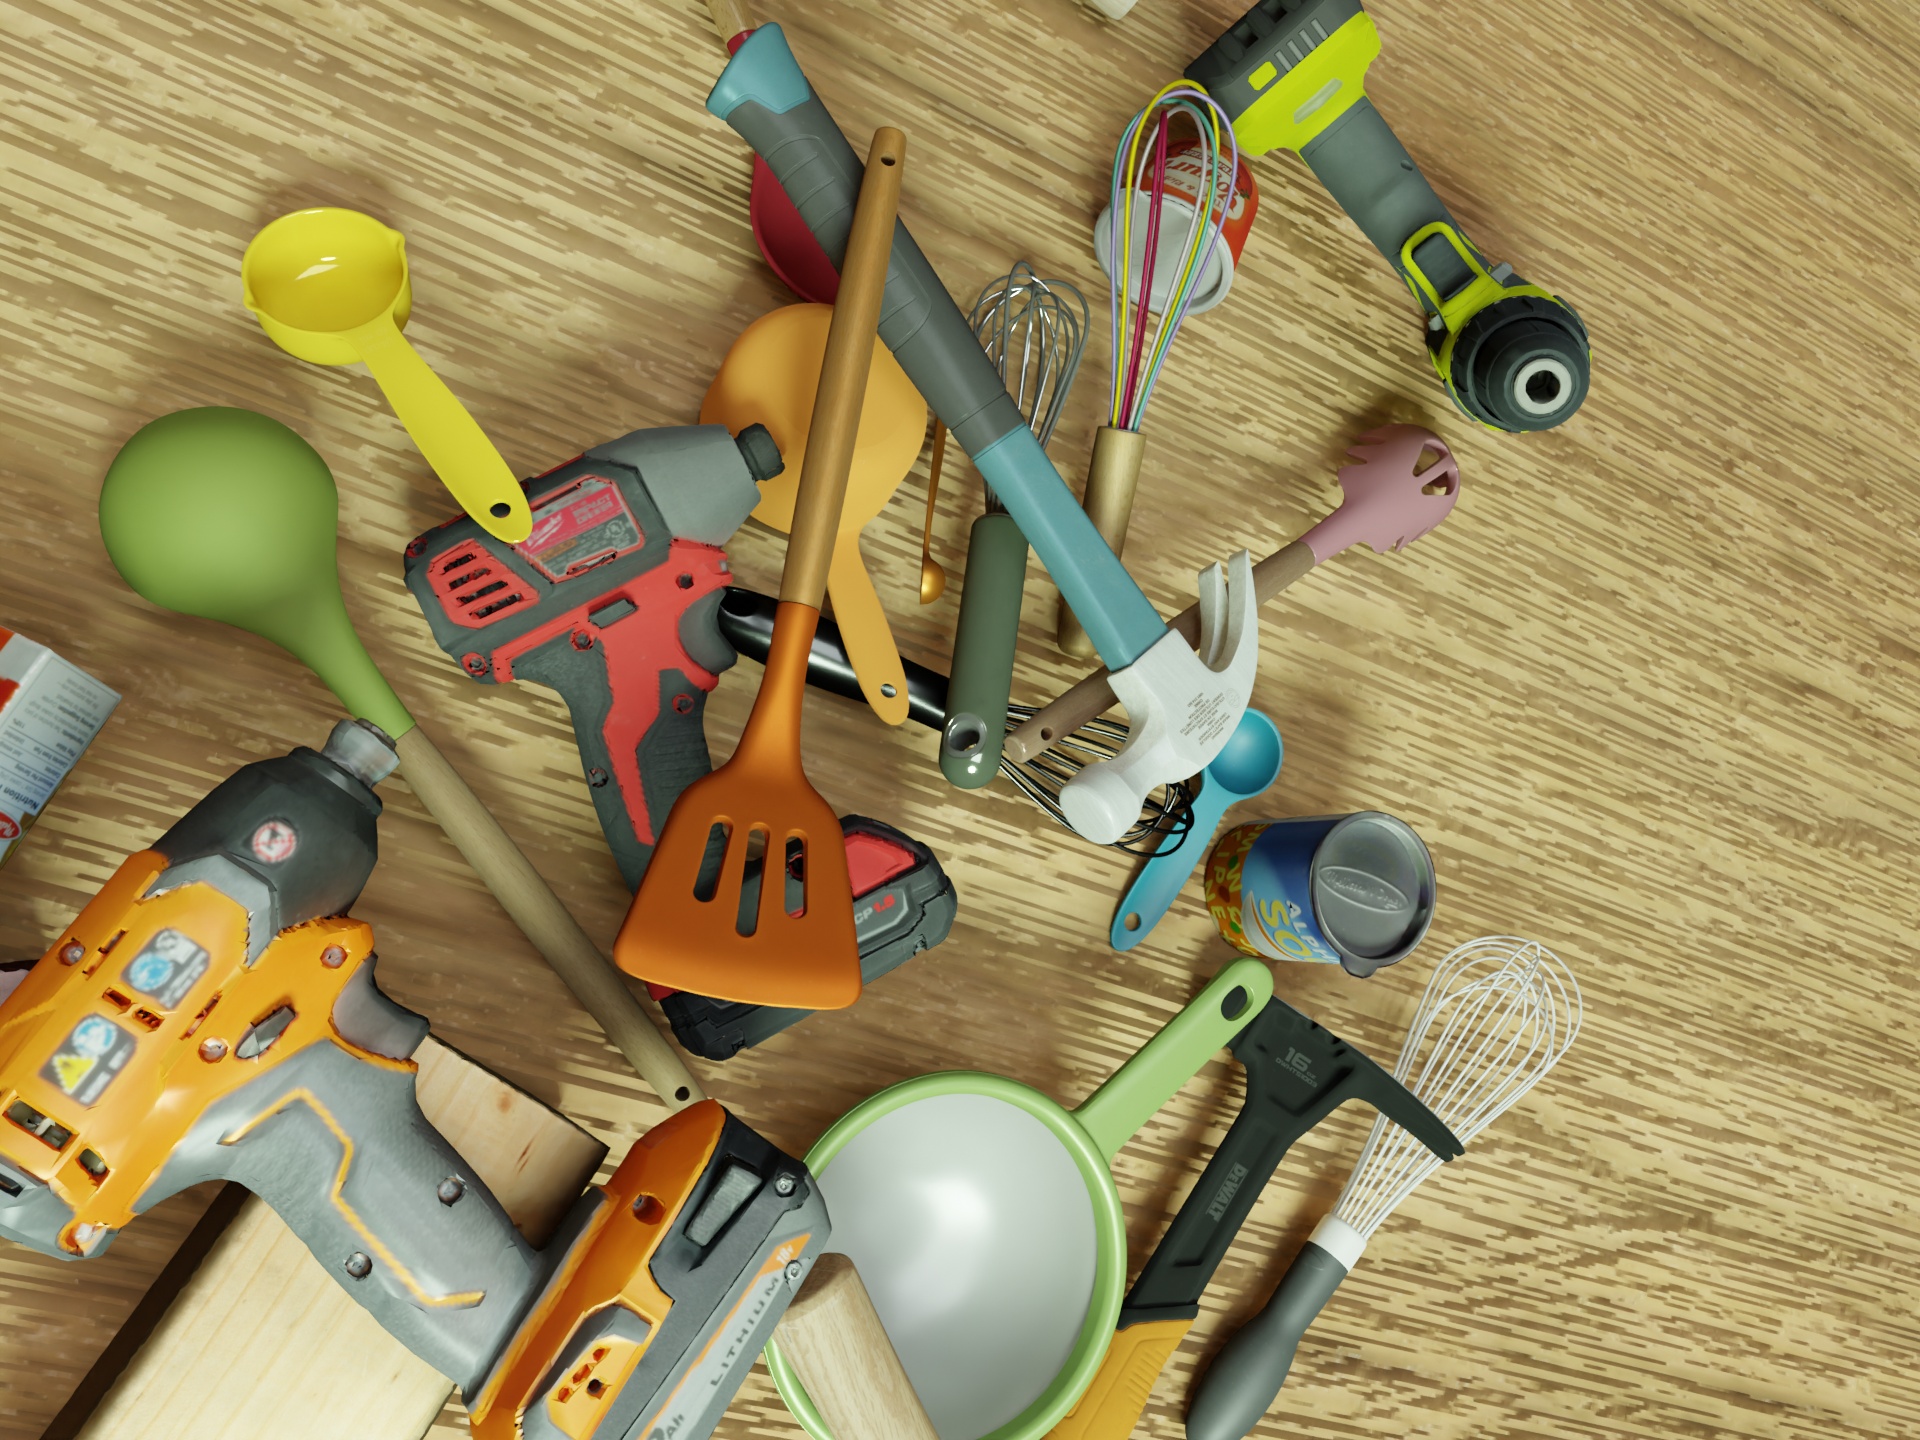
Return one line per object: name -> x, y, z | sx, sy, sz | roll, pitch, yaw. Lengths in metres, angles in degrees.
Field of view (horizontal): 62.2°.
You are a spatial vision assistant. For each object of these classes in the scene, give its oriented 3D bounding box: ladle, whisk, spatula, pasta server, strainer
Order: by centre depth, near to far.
spatula -> -0.050, -0.064, 0.552 | 0.081, 0.041, 0.323 | 12, 78, -12
ladle -> -0.192, 0.026, 0.587 | 0.078, 0.062, 0.320 | -39, 107, -17
strainer -> 0.023, 0.179, 0.642 | 0.256, 0.069, 0.151 | -38, 102, -22
whisk -> 0.018, -0.087, 0.666 | 0.058, 0.059, 0.246 | 0, 67, 18
ladle -> -0.103, -0.311, 0.668 | 0.069, 0.031, 0.315 | -25, 93, -30
whisk -> -0.002, -0.001, 0.669 | 0.238, 0.055, 0.055 | 24, 75, -16
whisk -> 0.070, -0.147, 0.682 | 0.051, 0.047, 0.245 | 15, 103, 18
pasta server -> 0.133, -0.061, 0.720 | 0.316, 0.040, 0.060 | -33, 98, -30
whisk -> 0.189, 0.212, 0.727 | 0.070, 0.070, 0.284 | 45, 74, -14

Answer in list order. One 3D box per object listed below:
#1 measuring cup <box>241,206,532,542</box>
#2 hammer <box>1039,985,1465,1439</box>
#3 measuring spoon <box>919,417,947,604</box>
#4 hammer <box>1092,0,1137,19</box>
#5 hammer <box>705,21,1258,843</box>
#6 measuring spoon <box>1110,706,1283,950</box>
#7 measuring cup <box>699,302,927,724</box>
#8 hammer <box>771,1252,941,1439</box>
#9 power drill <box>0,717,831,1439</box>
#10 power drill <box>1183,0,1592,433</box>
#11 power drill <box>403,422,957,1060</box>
measuring cup -> -0.201, -0.119, 0.574 | 0.062, 0.029, 0.156 | -34, 79, -22
hammer -> 0.074, 0.273, 0.657 | 0.127, 0.034, 0.337 | 33, 73, 13
measuring spoon -> -0.008, -0.098, 0.671 | 0.011, 0.021, 0.117 | 6, 59, -2
hammer -> -0.082, -0.441, 0.678 | 0.410, 0.038, 0.146 | 33, 63, -19
hammer -> 0.006, -0.120, 0.622 | 0.128, 0.033, 0.331 | -38, 97, -29
measuring spoon -> 0.102, 0.050, 0.728 | 0.042, 0.021, 0.128 | 37, 80, -16
measuring cup -> -0.044, -0.086, 0.633 | 0.095, 0.052, 0.174 | -12, 74, -26
hammer -> 0.009, 0.334, 0.583 | 0.130, 0.031, 0.331 | -30, 108, -18
power drill -> -0.154, 0.115, 0.467 | 0.226, 0.084, 0.164 | 37, 70, -11
power drill -> 0.203, -0.227, 0.722 | 0.080, 0.191, 0.228 | -38, 98, 21
power drill -> -0.094, 0.000, 0.594 | 0.143, 0.078, 0.219 | -28, 94, -6
